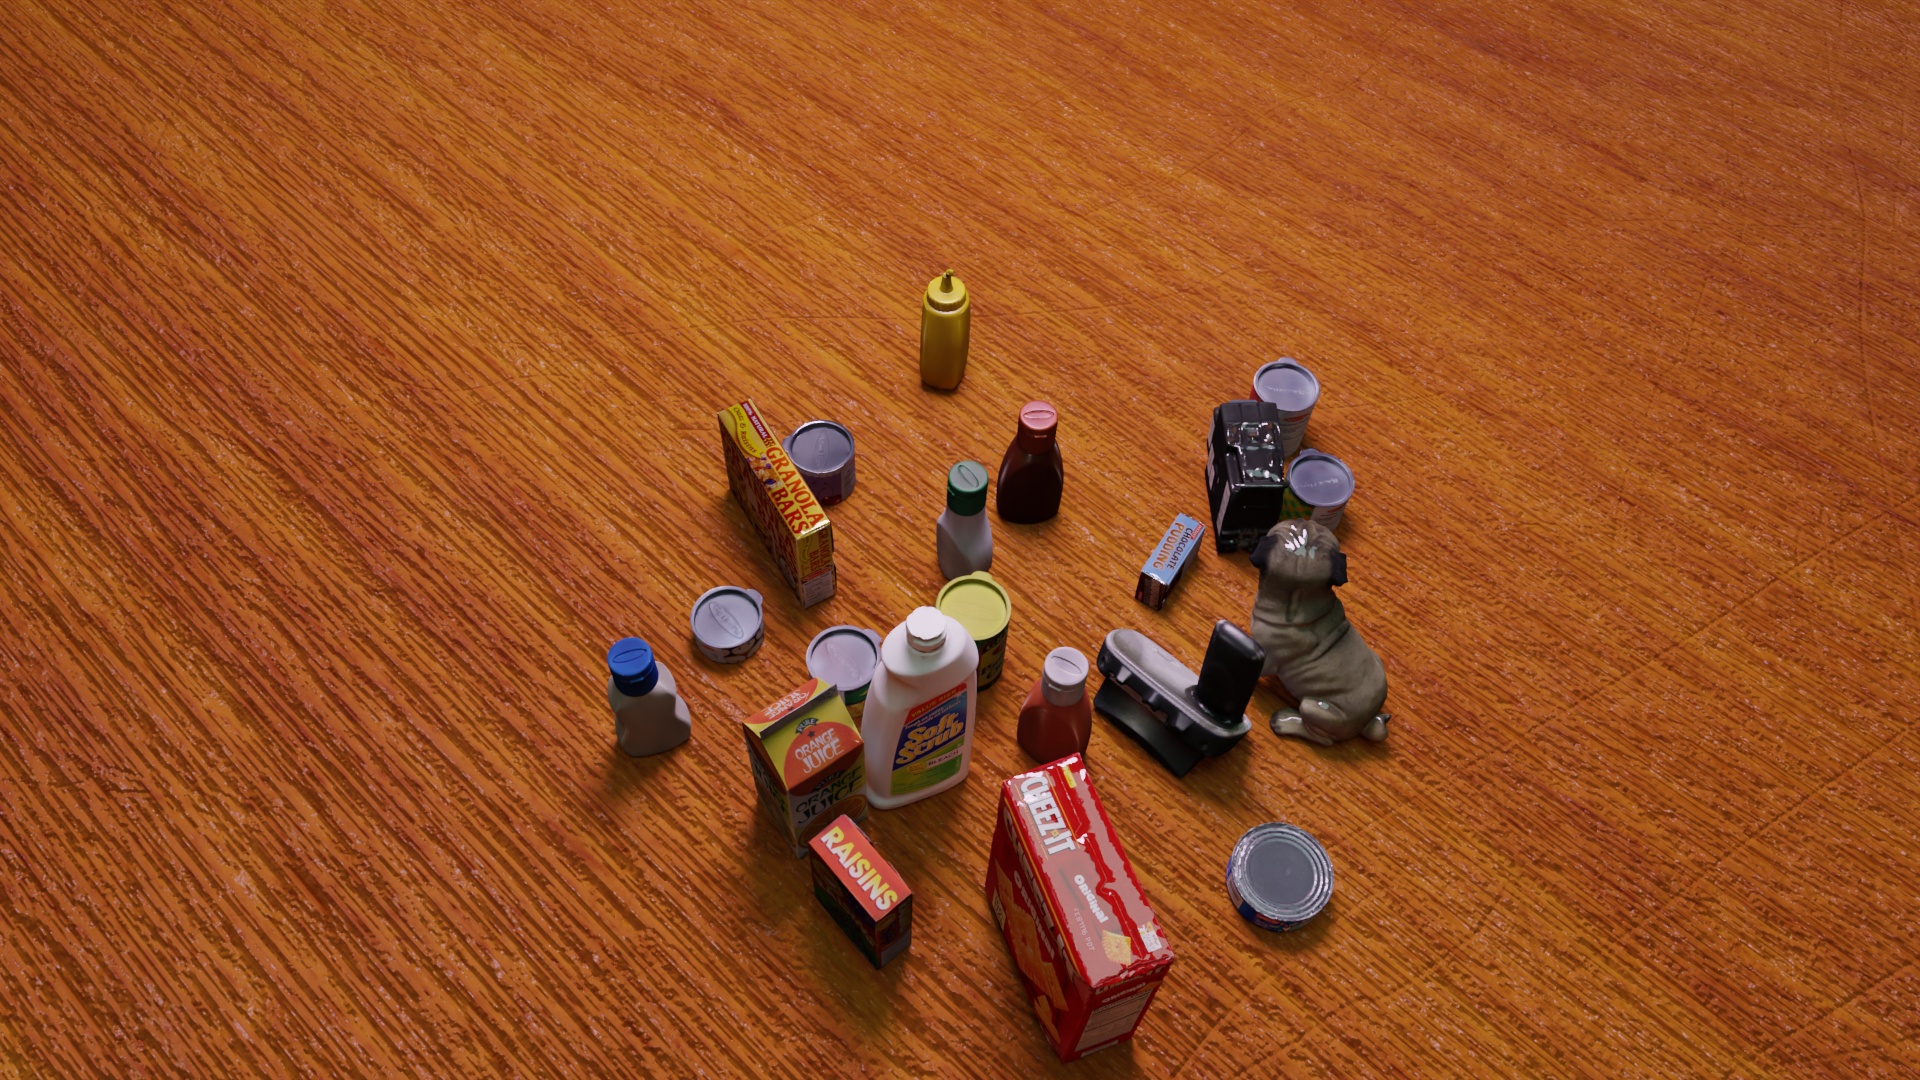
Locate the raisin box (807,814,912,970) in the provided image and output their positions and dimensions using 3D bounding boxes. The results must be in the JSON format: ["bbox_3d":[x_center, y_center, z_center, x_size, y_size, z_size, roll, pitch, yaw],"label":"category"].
[{"bbox_3d":[-0.078,0.280,1.102,0.040,0.122,0.086,-35,64,-23],"label":"raisin box"}]

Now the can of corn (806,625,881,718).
[{"bbox_3d":[-0.102,0.118,1.250,0.071,0.058,0.071,1,56,-2],"label":"can of corn"}]

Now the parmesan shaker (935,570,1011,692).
[{"bbox_3d":[0.010,0.084,1.250,0.071,0.102,0.071,1,56,-2],"label":"parmesan shaker"}]

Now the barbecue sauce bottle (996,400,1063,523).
[{"bbox_3d":[0.069,-0.074,1.332,0.065,0.147,0.044,-3,56,-4],"label":"barbecue sauce bottle"}]

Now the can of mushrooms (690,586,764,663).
[{"bbox_3d":[-0.213,0.077,1.287,0.071,0.033,0.071,1,56,-2],"label":"can of mushrooms"}]

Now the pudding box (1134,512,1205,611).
[{"bbox_3d":[0.201,0.020,1.334,0.030,0.049,0.084,28,60,16],"label":"pudding box"}]

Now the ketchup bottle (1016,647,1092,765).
[{"bbox_3d":[0.083,0.143,1.186,0.065,0.148,0.044,27,59,15],"label":"ketchup bottle"}]

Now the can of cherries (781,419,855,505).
[{"bbox_3d":[-0.140,-0.077,1.380,0.071,0.058,0.072,1,56,-2],"label":"can of cherries"}]

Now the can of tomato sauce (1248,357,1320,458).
[{"bbox_3d":[0.325,-0.134,1.423,0.071,0.082,0.071,1,56,-2],"label":"can of tomato sauce"}]

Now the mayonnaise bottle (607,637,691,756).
[{"bbox_3d":[-0.269,0.133,1.178,0.065,0.147,0.041,-17,59,-13],"label":"mayonnaise bottle"}]

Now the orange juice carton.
[{"bbox_3d":[-0.125,0.179,1.127,0.072,0.191,0.073,-30,62,-20],"label":"orange juice carton"}]

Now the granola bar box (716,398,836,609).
[{"bbox_3d":[-0.172,-0.034,1.310,0.039,0.123,0.166,-25,61,-18],"label":"granola bar box"}]

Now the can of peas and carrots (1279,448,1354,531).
[{"bbox_3d":[0.350,-0.046,1.380,0.071,0.058,0.071,1,56,-2],"label":"can of peas and carrots"}]

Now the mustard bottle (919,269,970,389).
[{"bbox_3d":[-0.015,-0.224,1.423,0.049,0.159,0.065,12,57,6],"label":"mustard bottle"}]

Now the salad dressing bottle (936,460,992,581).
[{"bbox_3d":[0.005,-0.016,1.291,0.044,0.147,0.064,-29,62,-20],"label":"salad dressing bottle"}]
